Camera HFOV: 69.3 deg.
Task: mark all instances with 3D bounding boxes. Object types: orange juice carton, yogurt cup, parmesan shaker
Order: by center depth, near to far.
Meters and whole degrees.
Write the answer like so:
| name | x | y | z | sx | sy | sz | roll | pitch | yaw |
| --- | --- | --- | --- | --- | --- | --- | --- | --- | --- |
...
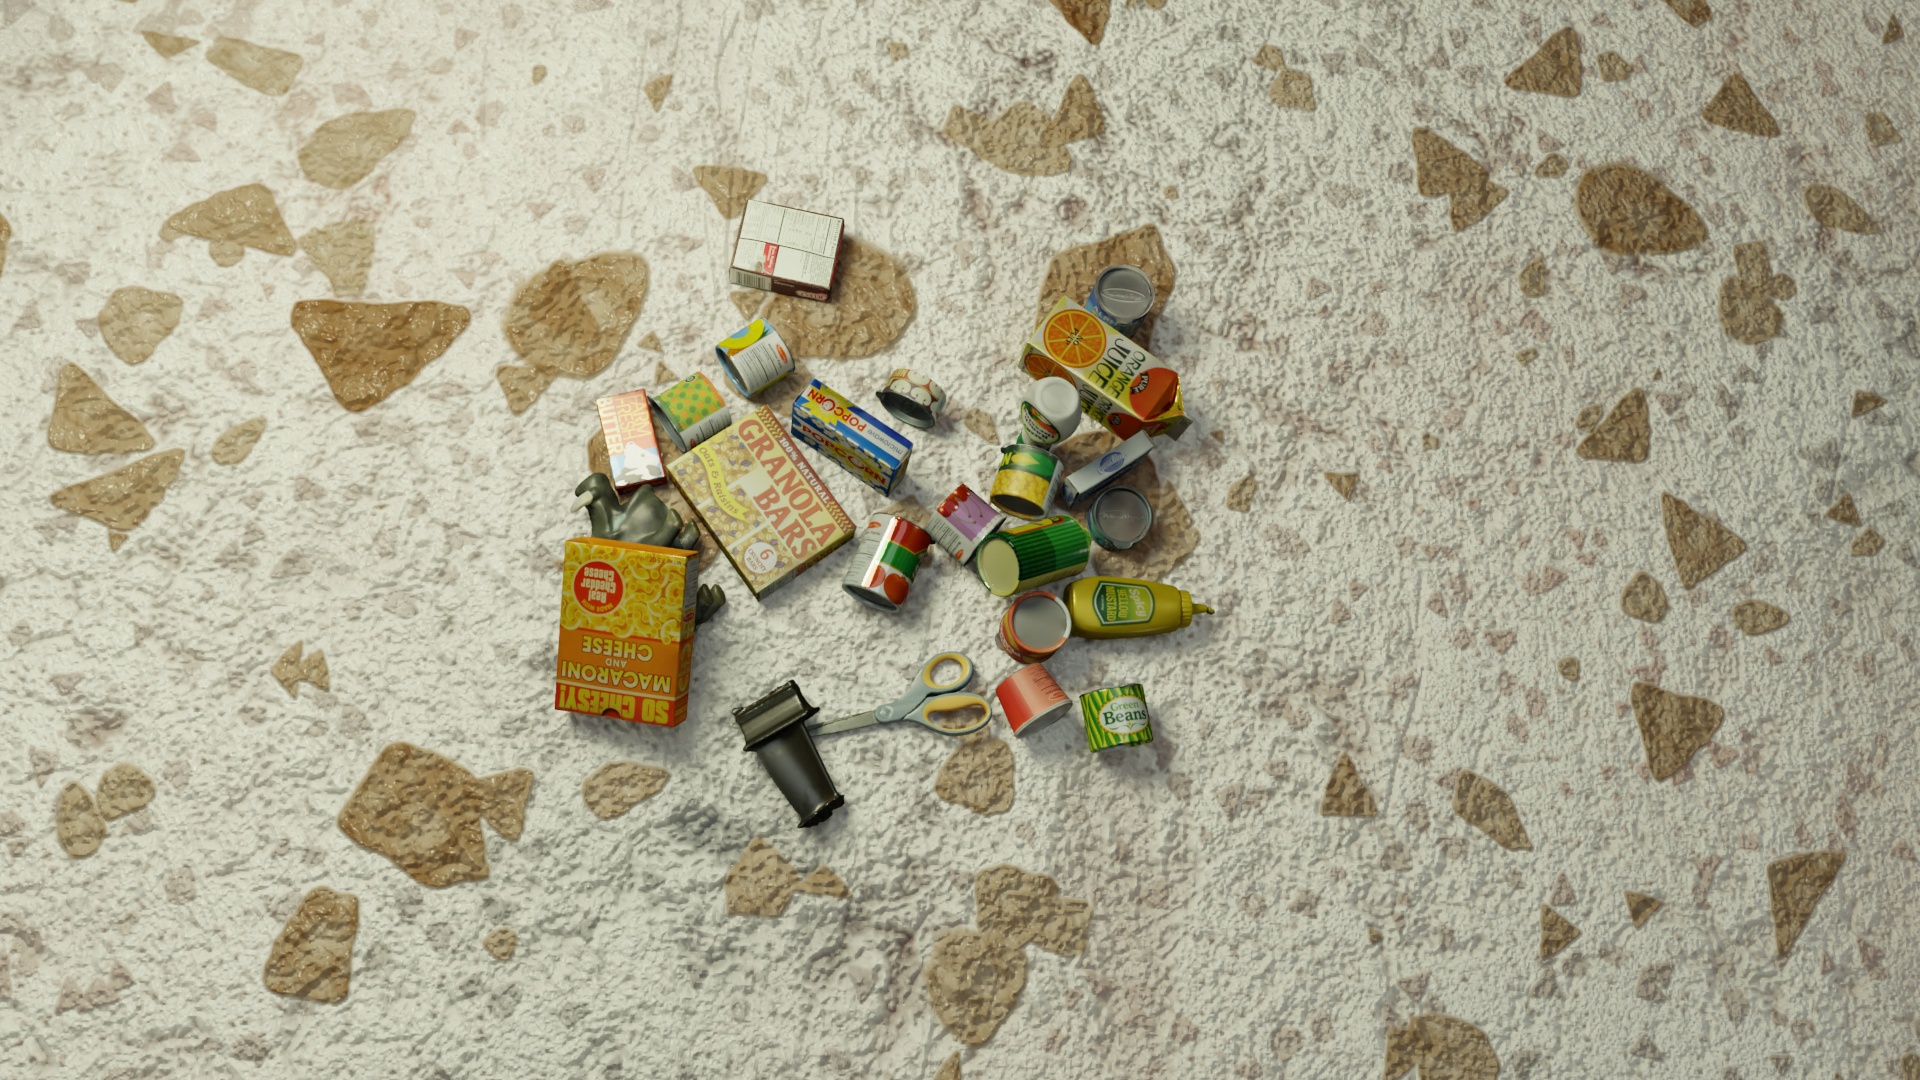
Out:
| name | x | y | z | sx | sy | sz | roll | pitch | yaw |
| --- | --- | --- | --- | --- | --- | --- | --- | --- | --- |
| yogurt cup | 0.071 | 0.159 | 1.395 | 0.072 | 0.072 | 0.054 | -27 | 71 | -15 |
| parmesan shaker | 0.075 | 0.014 | 1.413 | 0.103 | 0.071 | 0.071 | -14 | 74 | -43 |
| orange juice carton | 0.164 | -0.173 | 1.504 | 0.193 | 0.071 | 0.073 | 35 | 73 | 4 |

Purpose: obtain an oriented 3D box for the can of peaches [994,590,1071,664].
| name | x | y | z | sx | sy | sz | roll | pitch | yaw |
| --- | --- | --- | --- | --- | --- | --- | --- | --- | --- |
| can of peaches | 0.074 | 0.090 | 1.419 | 0.071 | 0.058 | 0.071 | 2 | 73 | -8 |

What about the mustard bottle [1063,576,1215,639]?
| name | x | y | z | sx | sy | sz | roll | pitch | yaw |
| --- | --- | --- | --- | --- | --- | --- | --- | --- | --- |
| mustard bottle | 0.189 | 0.070 | 1.446 | 0.160 | 0.048 | 0.065 | 0 | 75 | -8 |

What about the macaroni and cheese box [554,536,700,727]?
| name | x | y | z | sx | sy | sz | roll | pitch | yaw |
| --- | --- | --- | --- | --- | --- | --- | --- | --- | --- |
| macaroni and cheese box | -0.319 | 0.087 | 1.325 | 0.124 | 0.040 | 0.166 | 7 | 97 | 10 |

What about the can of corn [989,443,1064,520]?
| name | x | y | z | sx | sy | sz | roll | pitch | yaw |
| --- | --- | --- | --- | --- | --- | --- | --- | --- | --- |
| can of corn | 0.067 | -0.061 | 1.460 | 0.071 | 0.071 | 0.058 | 20 | 72 | -2 |

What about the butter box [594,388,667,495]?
| name | x | y | z | sx | sy | sz | roll | pitch | yaw |
| --- | --- | --- | --- | --- | --- | --- | --- | --- | --- |
| butter box | -0.340 | -0.103 | 1.435 | 0.053 | 0.024 | 0.103 | -13 | 76 | -11 |

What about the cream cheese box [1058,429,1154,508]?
| name | x | y | z | sx | sy | sz | roll | pitch | yaw |
| --- | --- | --- | --- | --- | --- | --- | --- | --- | --- |
| cream cheese box | 0.155 | -0.075 | 1.483 | 0.104 | 0.053 | 0.024 | -32 | 78 | -16 |

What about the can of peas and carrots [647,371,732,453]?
| name | x | y | z | sx | sy | sz | roll | pitch | yaw |
| --- | --- | --- | --- | --- | --- | --- | --- | --- | --- |
| can of peas and carrots | -0.279 | -0.134 | 1.432 | 0.059 | 0.070 | 0.071 | -34 | 81 | -17 |

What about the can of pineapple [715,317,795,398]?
| name | x | y | z | sx | sy | sz | roll | pitch | yaw |
| --- | --- | --- | --- | --- | --- | --- | --- | --- | --- |
| can of pineapple | -0.217 | -0.192 | 1.460 | 0.058 | 0.070 | 0.071 | -35 | 81 | -16 |

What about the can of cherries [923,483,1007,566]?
| name | x | y | z | sx | sy | sz | roll | pitch | yaw |
| --- | --- | --- | --- | --- | --- | --- | --- | --- | --- |
| can of cherries | 0.005 | -0.018 | 1.439 | 0.058 | 0.071 | 0.072 | 40 | 72 | 6 |

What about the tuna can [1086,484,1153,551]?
| name | x | y | z | sx | sy | sz | roll | pitch | yaw |
| --- | --- | --- | --- | --- | --- | --- | --- | --- | --- |
| tuna can | 0.169 | -0.021 | 1.479 | 0.071 | 0.032 | 0.071 | 2 | 73 | -7 |

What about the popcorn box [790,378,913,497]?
| name | x | y | z | sx | sy | sz | roll | pitch | yaw |
| --- | --- | --- | --- | --- | --- | --- | --- | --- | --- |
| popcorn box | -0.113 | -0.105 | 1.437 | 0.127 | 0.085 | 0.038 | 34 | 71 | 3 |

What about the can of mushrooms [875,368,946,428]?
| name | x | y | z | sx | sy | sz | roll | pitch | yaw |
| --- | --- | --- | --- | --- | --- | --- | --- | --- | --- |
| can of mushrooms | -0.052 | -0.151 | 1.469 | 0.071 | 0.071 | 0.033 | 27 | 71 | 1 |

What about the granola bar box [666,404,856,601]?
| name | x | y | z | sx | sy | sz | roll | pitch | yaw |
| --- | --- | --- | --- | --- | --- | --- | --- | --- | --- |
| granola bar box | -0.204 | -0.040 | 1.428 | 0.124 | 0.039 | 0.165 | -34 | 81 | -16 |

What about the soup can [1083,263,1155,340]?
| name | x | y | z | sx | sy | sz | roll | pitch | yaw |
| --- | --- | --- | --- | --- | --- | --- | --- | --- | --- |
| soup can | 0.170 | -0.252 | 1.522 | 0.071 | 0.083 | 0.071 | 2 | 73 | -7 |

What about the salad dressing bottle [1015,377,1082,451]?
| name | x | y | z | sx | sy | sz | roll | pitch | yaw |
| --- | --- | --- | --- | --- | --- | --- | --- | --- | --- |
| salad dressing bottle | 0.087 | -0.121 | 1.437 | 0.064 | 0.147 | 0.044 | 43 | 74 | 6 |

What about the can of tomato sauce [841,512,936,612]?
| name | x | y | z | sx | sy | sz | roll | pitch | yaw |
| --- | --- | --- | --- | --- | --- | --- | --- | --- | --- |
| can of tomato sauce | -0.073 | 0.024 | 1.414 | 0.071 | 0.071 | 0.083 | 23 | 72 | -1 |

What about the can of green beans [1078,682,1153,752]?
| name | x | y | z | sx | sy | sz | roll | pitch | yaw |
| --- | --- | --- | --- | --- | --- | --- | --- | --- | --- |
| can of green beans | 0.157 | 0.179 | 1.399 | 0.071 | 0.071 | 0.058 | -8 | 75 | -10 |
